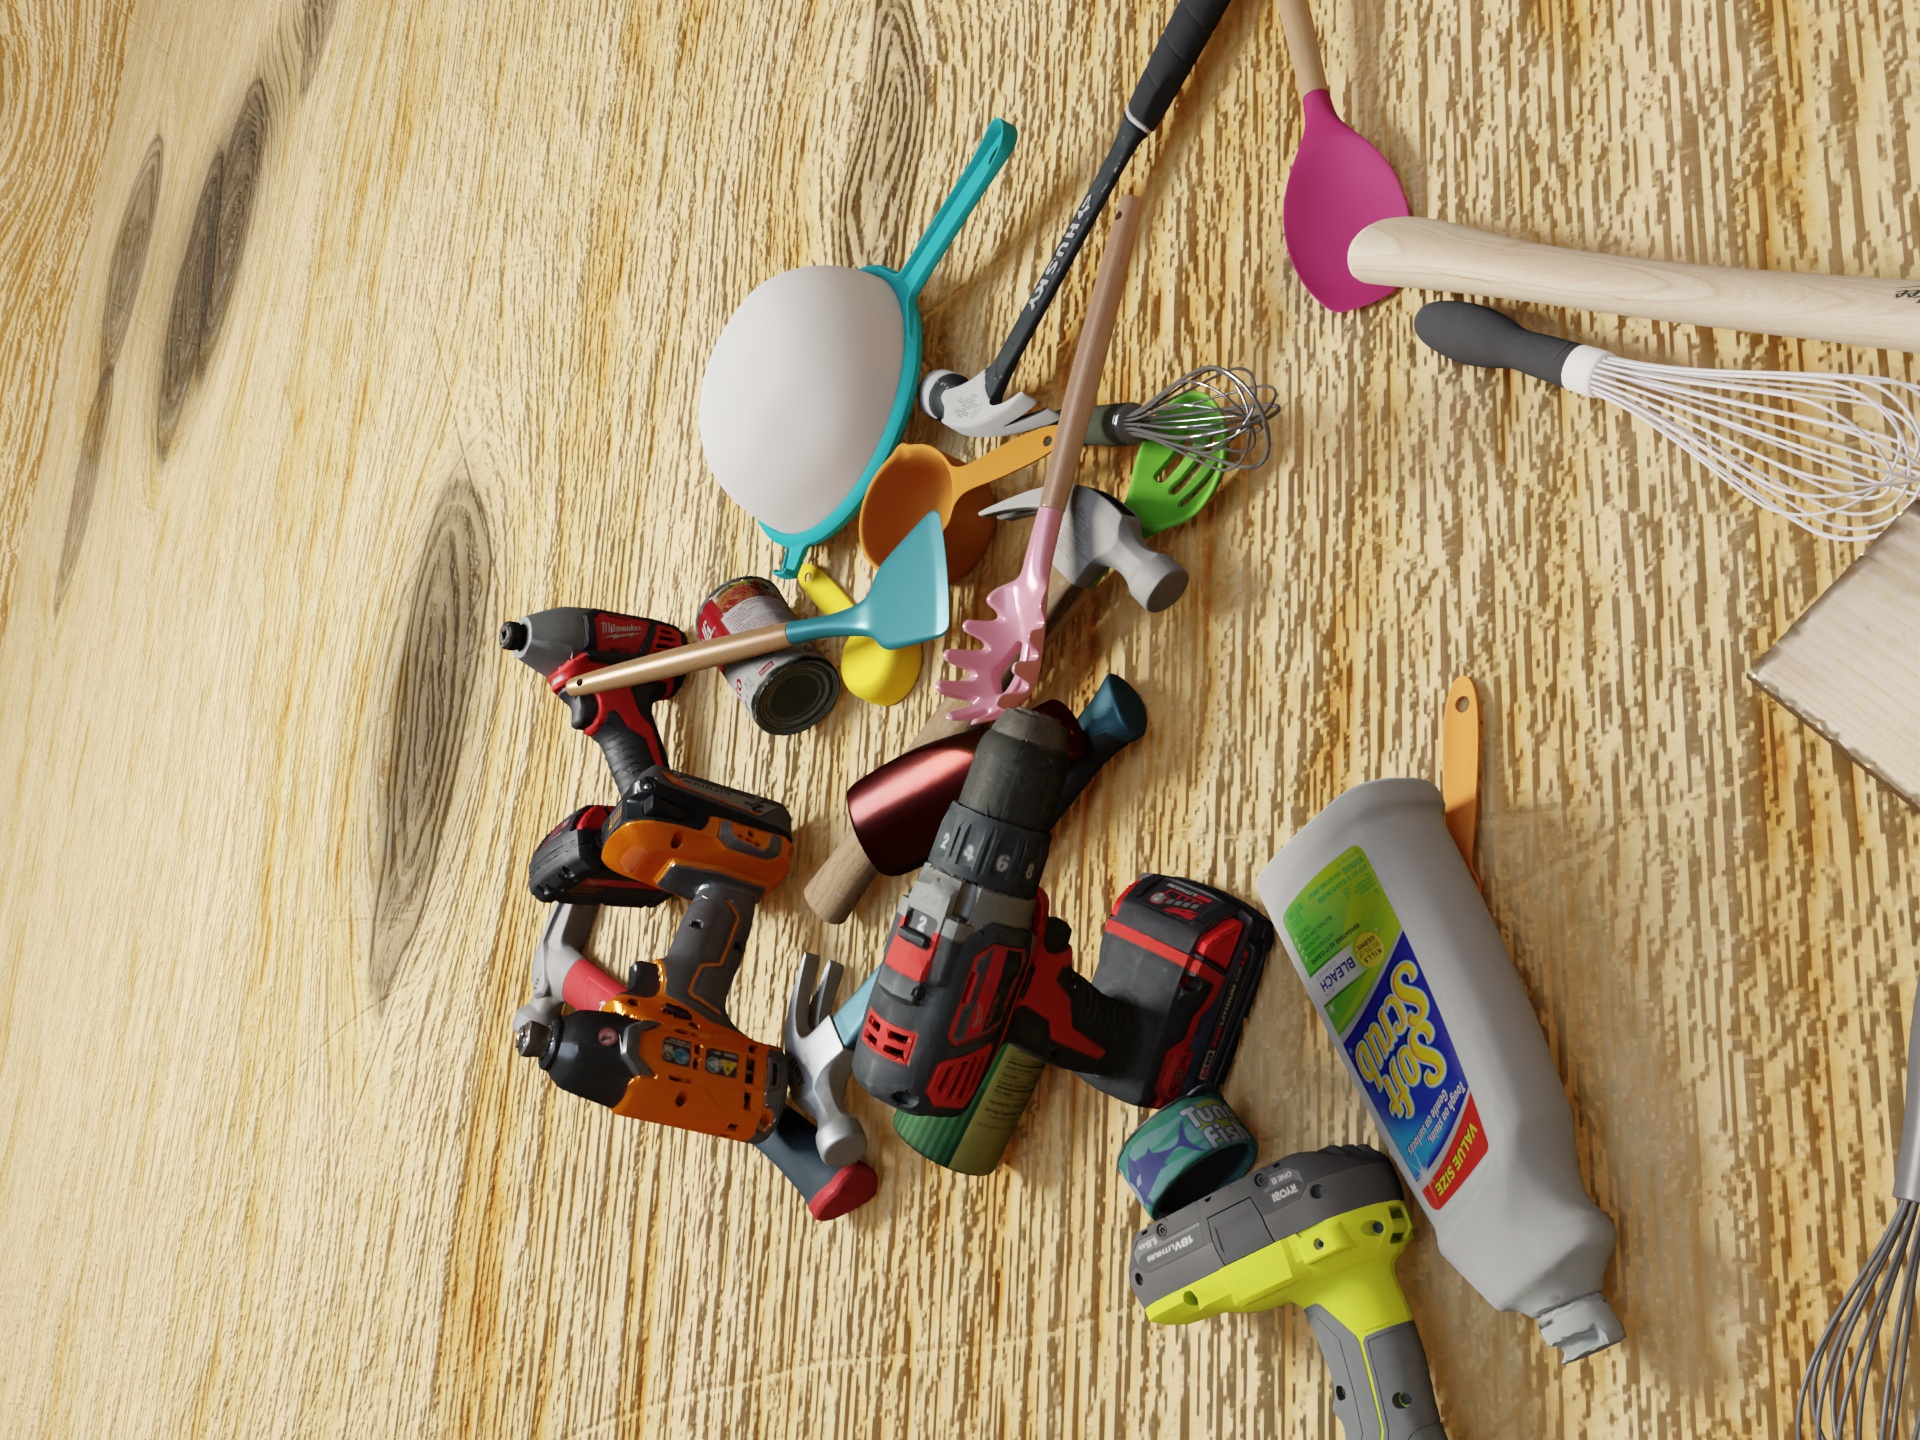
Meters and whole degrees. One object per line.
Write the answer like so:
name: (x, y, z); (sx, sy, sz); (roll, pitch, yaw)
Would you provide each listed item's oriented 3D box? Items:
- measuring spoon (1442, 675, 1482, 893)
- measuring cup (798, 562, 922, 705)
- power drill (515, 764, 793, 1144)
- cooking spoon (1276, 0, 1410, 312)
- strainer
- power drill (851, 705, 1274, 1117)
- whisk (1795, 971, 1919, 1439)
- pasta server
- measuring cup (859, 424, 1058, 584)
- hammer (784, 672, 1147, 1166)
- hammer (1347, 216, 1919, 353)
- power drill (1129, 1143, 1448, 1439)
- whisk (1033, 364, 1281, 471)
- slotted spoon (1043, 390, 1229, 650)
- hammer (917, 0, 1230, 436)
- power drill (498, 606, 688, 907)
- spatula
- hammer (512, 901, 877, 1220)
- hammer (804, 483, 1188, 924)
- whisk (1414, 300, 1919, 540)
measuring spoon: (0.247, 0.034, 0.776); (0.021, 0.011, 0.117); (-16, 63, 51)
measuring cup: (-0.081, -0.068, 1.094); (0.062, 0.029, 0.157); (-56, 50, 15)
power drill: (-0.188, 0.145, 1.009); (0.084, 0.164, 0.227); (-47, 33, 43)
cooking spoon: (0.200, -0.381, 0.915); (0.069, 0.017, 0.319); (-17, 74, 27)
strainer: (-0.089, -0.276, 1.085); (0.340, 0.095, 0.211); (-51, 41, 31)
power drill: (0.058, 0.102, 0.777); (0.080, 0.226, 0.188); (20, 91, 44)
whisk: (0.362, 0.180, 0.601); (0.055, 0.055, 0.239); (7, 78, 44)
pasta server: (0.053, -0.148, 0.902); (0.060, 0.040, 0.316); (13, 88, 48)
measuring cup: (0.013, -0.143, 1.014); (0.173, 0.052, 0.095); (-21, 65, 37)
hammer: (0.000, 0.109, 0.955); (0.331, 0.033, 0.128); (-51, 39, 15)
hammer: (0.332, -0.183, 0.698); (0.411, 0.146, 0.038); (27, 140, 48)
power drill: (0.165, 0.328, 0.716); (0.190, 0.080, 0.229); (-38, 57, 28)
whisk: (0.102, -0.168, 0.903); (0.058, 0.059, 0.246); (-32, 19, -16)
slotted spoon: (0.059, -0.068, 0.969); (0.313, 0.031, 0.070); (-49, 49, 23)
hammer: (0.104, -0.359, 0.993); (0.409, 0.036, 0.149); (-61, 29, 6)
power drill: (-0.261, 0.019, 1.157); (0.078, 0.143, 0.220); (-32, 59, 42)
spatula: (-0.139, -0.056, 1.044); (0.317, 0.044, 0.082); (-13, 72, 25)
hammer: (-0.185, 0.220, 1.098); (0.387, 0.038, 0.143); (21, 90, 44)
hammer: (-0.002, -0.003, 0.974); (0.130, 0.031, 0.331); (50, 116, 30)
whisk: (0.319, -0.154, 0.737); (0.285, 0.070, 0.070); (39, 104, 47)
